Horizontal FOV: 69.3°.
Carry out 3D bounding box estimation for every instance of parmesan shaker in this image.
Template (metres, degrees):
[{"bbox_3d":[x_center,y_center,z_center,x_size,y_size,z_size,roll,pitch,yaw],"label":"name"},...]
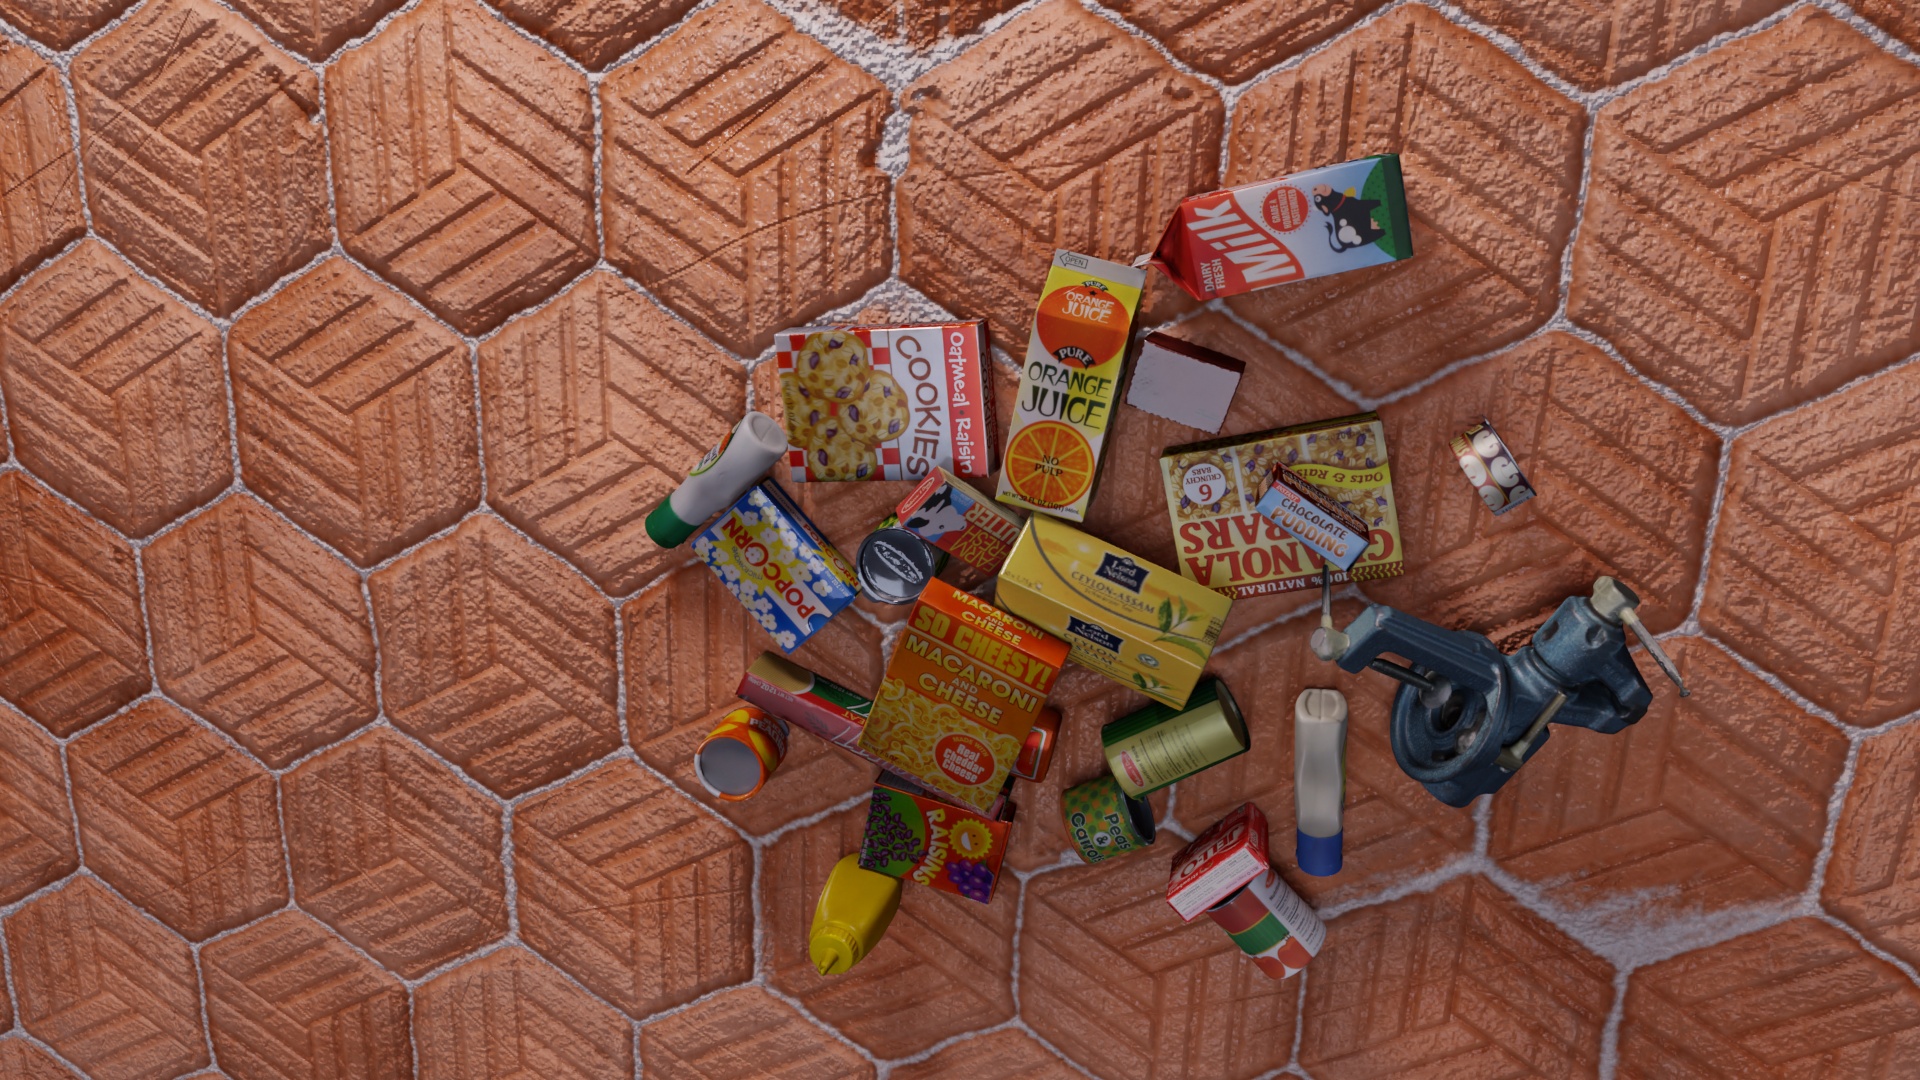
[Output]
[{"bbox_3d":[0.176,0.162,1.125,0.103,0.071,0.071,-27,99,18],"label":"parmesan shaker"}]

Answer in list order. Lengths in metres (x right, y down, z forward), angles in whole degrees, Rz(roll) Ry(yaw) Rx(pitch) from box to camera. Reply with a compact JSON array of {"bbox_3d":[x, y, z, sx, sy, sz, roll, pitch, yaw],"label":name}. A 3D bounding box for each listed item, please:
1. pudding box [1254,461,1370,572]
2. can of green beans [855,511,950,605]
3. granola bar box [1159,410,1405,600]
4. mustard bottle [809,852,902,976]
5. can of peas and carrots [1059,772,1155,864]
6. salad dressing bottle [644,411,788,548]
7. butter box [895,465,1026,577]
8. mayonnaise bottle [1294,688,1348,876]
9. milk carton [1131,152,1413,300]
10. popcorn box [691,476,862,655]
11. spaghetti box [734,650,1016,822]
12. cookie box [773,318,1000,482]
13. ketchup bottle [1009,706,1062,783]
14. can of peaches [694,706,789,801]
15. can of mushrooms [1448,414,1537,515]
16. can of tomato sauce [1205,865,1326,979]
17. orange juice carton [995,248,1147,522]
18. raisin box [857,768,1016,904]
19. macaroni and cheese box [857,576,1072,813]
[{"bbox_3d":[0.258,-0.018,1.018,0.084,0.050,0.030,35,113,1],"label":"pudding box"},{"bbox_3d":[-0.046,0.013,1.135,0.071,0.058,0.071,4,107,12],"label":"can of green beans"},{"bbox_3d":[0.247,-0.023,1.068,0.165,0.039,0.124,-9,104,15],"label":"granola bar box"},{"bbox_3d":[-0.096,0.325,1.185,0.065,0.161,0.048,9,110,12],"label":"mustard bottle"},{"bbox_3d":[0.122,0.231,1.154,0.058,0.071,0.071,-23,100,19],"label":"can of peas and carrots"},{"bbox_3d":[-0.206,-0.047,1.155,0.044,0.064,0.147,42,119,-16],"label":"salad dressing bottle"},{"bbox_3d":[0.004,-0.014,1.107,0.103,0.024,0.053,31,114,-34],"label":"butter box"},{"bbox_3d":[0.289,0.197,1.113,0.041,0.065,0.147,1,110,15],"label":"mayonnaise bottle"},{"bbox_3d":[0.219,-0.221,0.996,0.190,0.072,0.073,-10,104,14],"label":"milk carton"},{"bbox_3d":[-0.154,0.021,1.173,0.085,0.038,0.126,-40,94,19],"label":"popcorn box"},{"bbox_3d":[-0.070,0.167,1.191,0.250,0.050,0.028,25,112,4],"label":"spaghetti box"},{"bbox_3d":[-0.057,-0.111,1.111,0.167,0.040,0.122,-1,106,14],"label":"cookie box"},{"bbox_3d":[0.008,0.154,1.173,0.149,0.044,0.064,16,115,8],"label":"ketchup bottle"},{"bbox_3d":[-0.191,0.187,1.220,0.071,0.058,0.071,4,107,12],"label":"can of peaches"},{"bbox_3d":[0.386,-0.055,1.012,0.033,0.071,0.071,-33,97,21],"label":"can of mushrooms"},{"bbox_3d":[0.250,0.312,1.152,0.071,0.071,0.083,-42,94,20],"label":"can of tomato sauce"},{"bbox_3d":[0.086,-0.120,1.058,0.072,0.073,0.192,15,108,9],"label":"orange juice carton"},{"bbox_3d":[-0.020,0.256,1.212,0.123,0.040,0.085,15,108,7],"label":"raisin box"},{"bbox_3d":[0.001,0.124,1.106,0.124,0.040,0.165,26,124,5],"label":"macaroni and cheese box"}]
